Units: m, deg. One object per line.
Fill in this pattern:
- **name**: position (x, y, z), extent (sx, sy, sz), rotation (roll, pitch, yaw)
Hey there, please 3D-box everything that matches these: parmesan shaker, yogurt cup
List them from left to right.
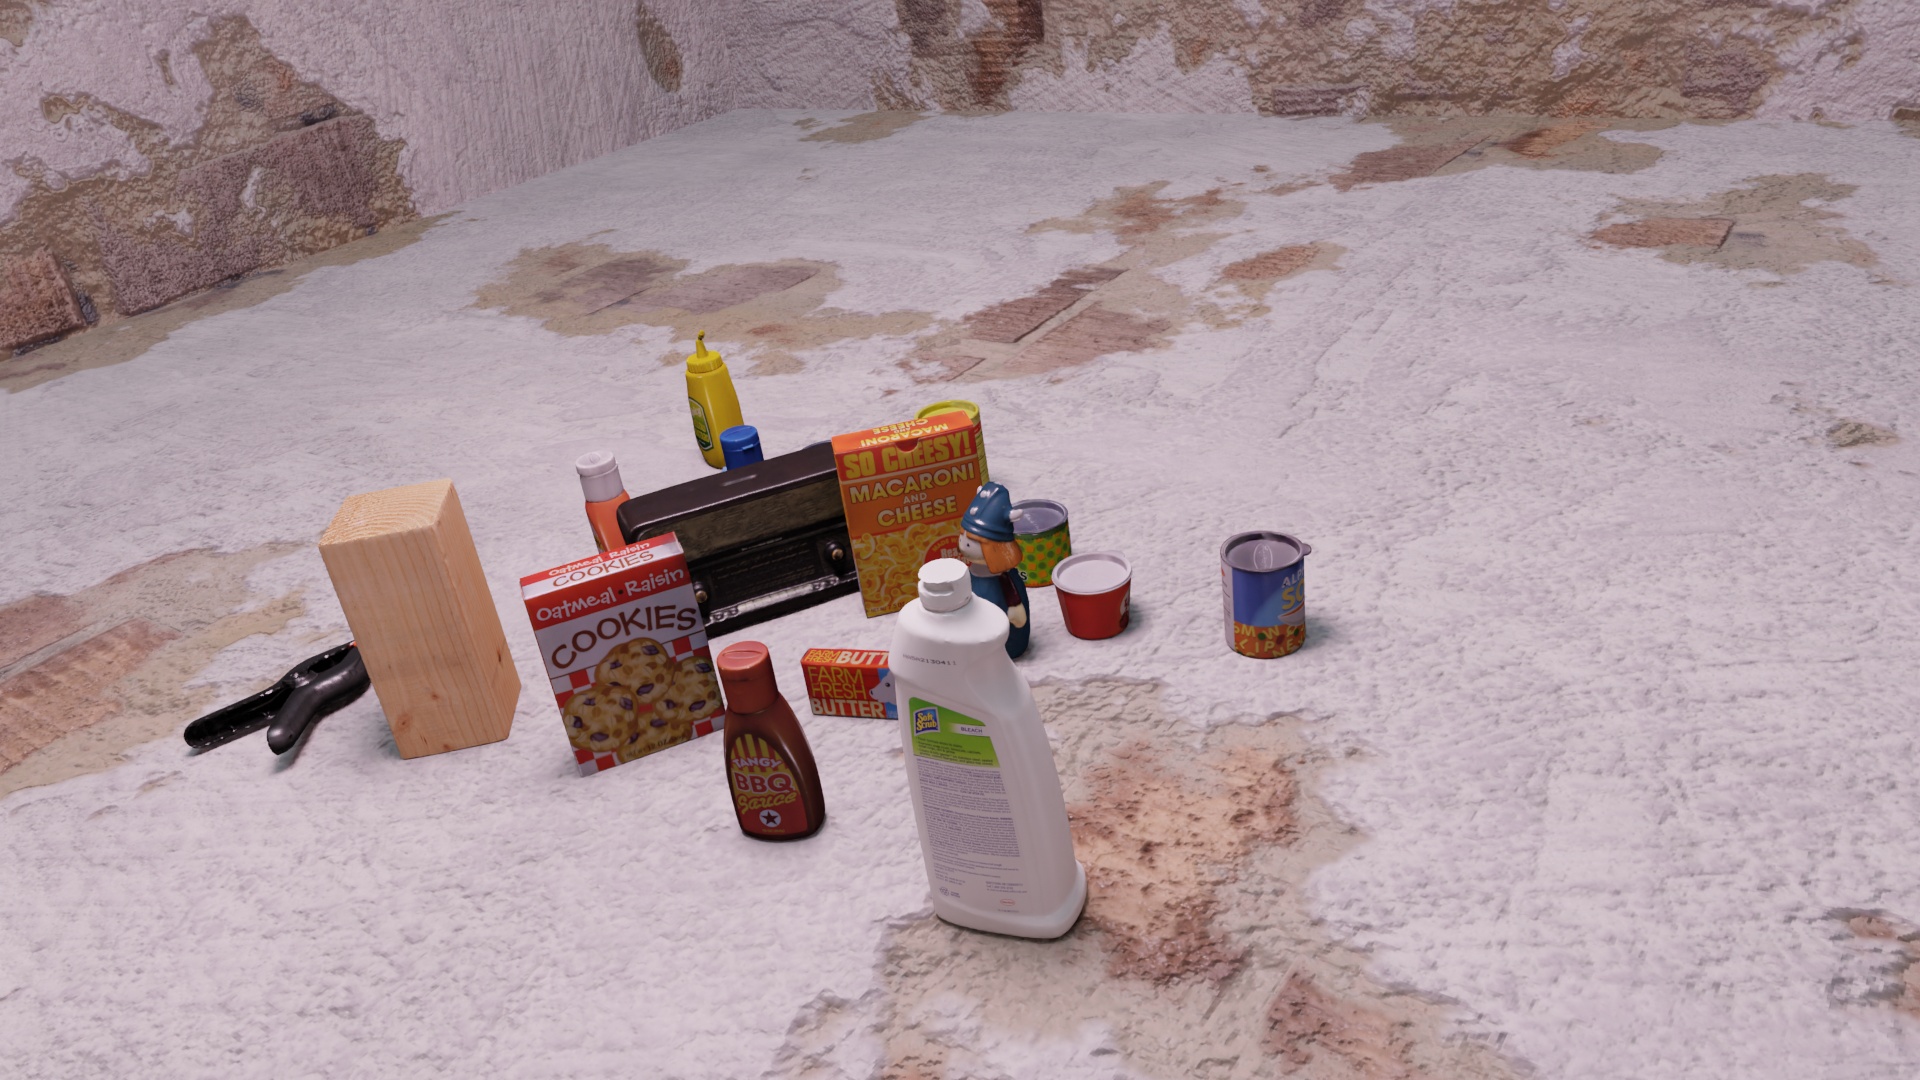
- **parmesan shaker**: position (-0.008, -0.082, 1.407), extent (0.071, 0.102, 0.071), rotation (-7, 28, 4)
- **yogurt cup**: position (0.114, 0.048, 1.181), extent (0.072, 0.053, 0.073), rotation (-7, 28, 4)

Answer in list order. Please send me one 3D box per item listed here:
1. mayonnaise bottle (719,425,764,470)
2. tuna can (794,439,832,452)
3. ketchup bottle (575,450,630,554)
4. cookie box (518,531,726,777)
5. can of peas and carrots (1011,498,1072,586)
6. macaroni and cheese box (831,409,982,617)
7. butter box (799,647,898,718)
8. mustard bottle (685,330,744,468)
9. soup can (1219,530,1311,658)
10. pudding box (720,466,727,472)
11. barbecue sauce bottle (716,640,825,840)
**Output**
- **mayonnaise bottle**: position (-0.197, -0.037, 1.328), extent (0.065, 0.147, 0.041), rotation (-22, 30, -24)
- **tuna can**: position (-0.148, -0.082, 1.522), extent (0.071, 0.032, 0.071), rotation (-7, 28, 4)
- **ketchup bottle**: position (-0.328, -0.012, 1.318), extent (0.043, 0.148, 0.065), rotation (-18, 29, -17)
- **cookie box**: position (-0.261, 0.089, 1.089), extent (0.123, 0.166, 0.040), rotation (-18, 29, -17)
- **can of peas and carrots**: position (0.066, 0.003, 1.274), extent (0.071, 0.058, 0.071), rotation (-7, 28, 4)
- **macaroni and cheese box**: position (-0.039, -0.022, 1.237), extent (0.124, 0.165, 0.040), rotation (-13, 28, -7)
- **butter box**: position (-0.074, 0.115, 1.111), extent (0.103, 0.053, 0.024), rotation (1, 29, 18)
- **mustard bottle**: position (-0.282, -0.163, 1.575), extent (0.049, 0.159, 0.065), rotation (-25, 32, -29)
- **soup can**: position (0.247, 0.043, 1.121), extent (0.071, 0.083, 0.072), rotation (-7, 28, 4)
- **pudding box**: position (-0.211, -0.054, 1.470), extent (0.084, 0.049, 0.030), rotation (-5, 28, 6)
- **barbecue sauce bottle**: position (-0.138, 0.141, 0.977), extent (0.065, 0.147, 0.044), rotation (-2, 28, 13)
